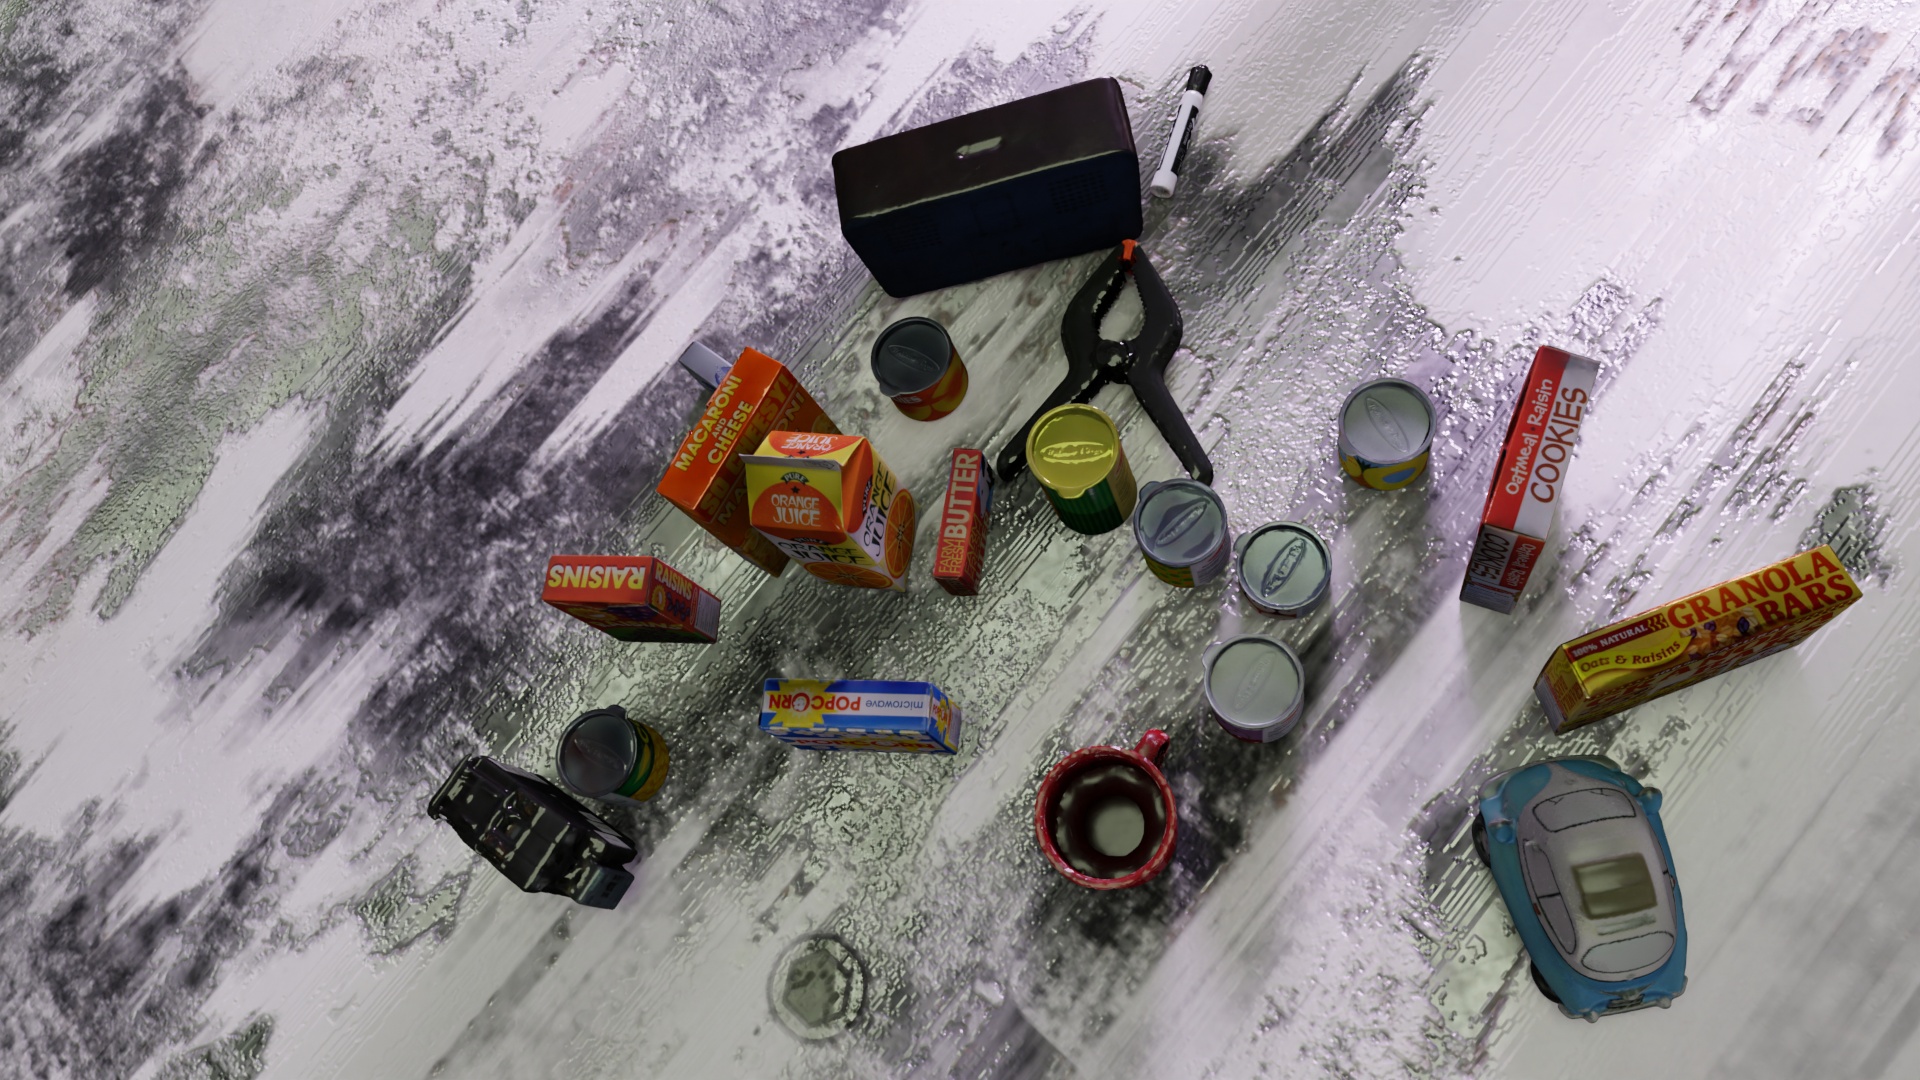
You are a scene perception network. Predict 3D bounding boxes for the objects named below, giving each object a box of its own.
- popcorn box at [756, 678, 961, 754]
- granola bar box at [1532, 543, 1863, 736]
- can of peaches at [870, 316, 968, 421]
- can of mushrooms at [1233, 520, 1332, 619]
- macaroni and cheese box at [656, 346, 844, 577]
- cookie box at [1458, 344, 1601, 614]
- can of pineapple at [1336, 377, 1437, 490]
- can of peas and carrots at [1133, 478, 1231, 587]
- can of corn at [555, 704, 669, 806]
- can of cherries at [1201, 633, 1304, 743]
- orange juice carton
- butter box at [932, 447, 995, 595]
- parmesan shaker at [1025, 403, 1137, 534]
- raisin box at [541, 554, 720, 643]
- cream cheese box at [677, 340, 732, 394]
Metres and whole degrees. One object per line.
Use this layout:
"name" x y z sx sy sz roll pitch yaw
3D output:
"popcorn box" -0.071 0.128 1.001 0.127 0.085 0.038 0 72 14
"granola bar box" 0.452 0.065 0.869 0.165 0.124 0.039 -22 68 6
"can of peaches" -0.033 -0.133 1.097 0.071 0.058 0.071 -4 71 13
"can of mushrooms" 0.229 0.020 0.991 0.071 0.033 0.071 -4 71 13
"macaroni and cheese box" -0.149 -0.054 1.040 0.040 0.166 0.124 26 80 21
"cookie box" 0.365 -0.034 0.902 0.040 0.167 0.123 17 77 19
"can of pineapple" 0.302 -0.075 0.992 0.071 0.057 0.071 -4 71 13
"can of peas and carrots" 0.159 -0.006 1.004 0.071 0.058 0.071 -4 71 13
"can of corn" -0.261 0.163 1.052 0.071 0.058 0.071 -4 71 13
"can of cherries" 0.201 0.101 0.956 0.071 0.058 0.071 -4 71 13
"orange juice carton" -0.092 -0.025 1.002 0.072 0.192 0.073 6 73 16
"butter box" 0.004 -0.013 1.049 0.024 0.053 0.104 4 73 16
"parmesan shaker" 0.090 -0.047 1.012 0.071 0.103 0.071 -4 71 13
"raisin box" -0.247 0.046 1.054 0.086 0.123 0.040 1 72 15
"cream cheese box" -0.178 -0.119 1.132 0.104 0.053 0.024 36 83 22
